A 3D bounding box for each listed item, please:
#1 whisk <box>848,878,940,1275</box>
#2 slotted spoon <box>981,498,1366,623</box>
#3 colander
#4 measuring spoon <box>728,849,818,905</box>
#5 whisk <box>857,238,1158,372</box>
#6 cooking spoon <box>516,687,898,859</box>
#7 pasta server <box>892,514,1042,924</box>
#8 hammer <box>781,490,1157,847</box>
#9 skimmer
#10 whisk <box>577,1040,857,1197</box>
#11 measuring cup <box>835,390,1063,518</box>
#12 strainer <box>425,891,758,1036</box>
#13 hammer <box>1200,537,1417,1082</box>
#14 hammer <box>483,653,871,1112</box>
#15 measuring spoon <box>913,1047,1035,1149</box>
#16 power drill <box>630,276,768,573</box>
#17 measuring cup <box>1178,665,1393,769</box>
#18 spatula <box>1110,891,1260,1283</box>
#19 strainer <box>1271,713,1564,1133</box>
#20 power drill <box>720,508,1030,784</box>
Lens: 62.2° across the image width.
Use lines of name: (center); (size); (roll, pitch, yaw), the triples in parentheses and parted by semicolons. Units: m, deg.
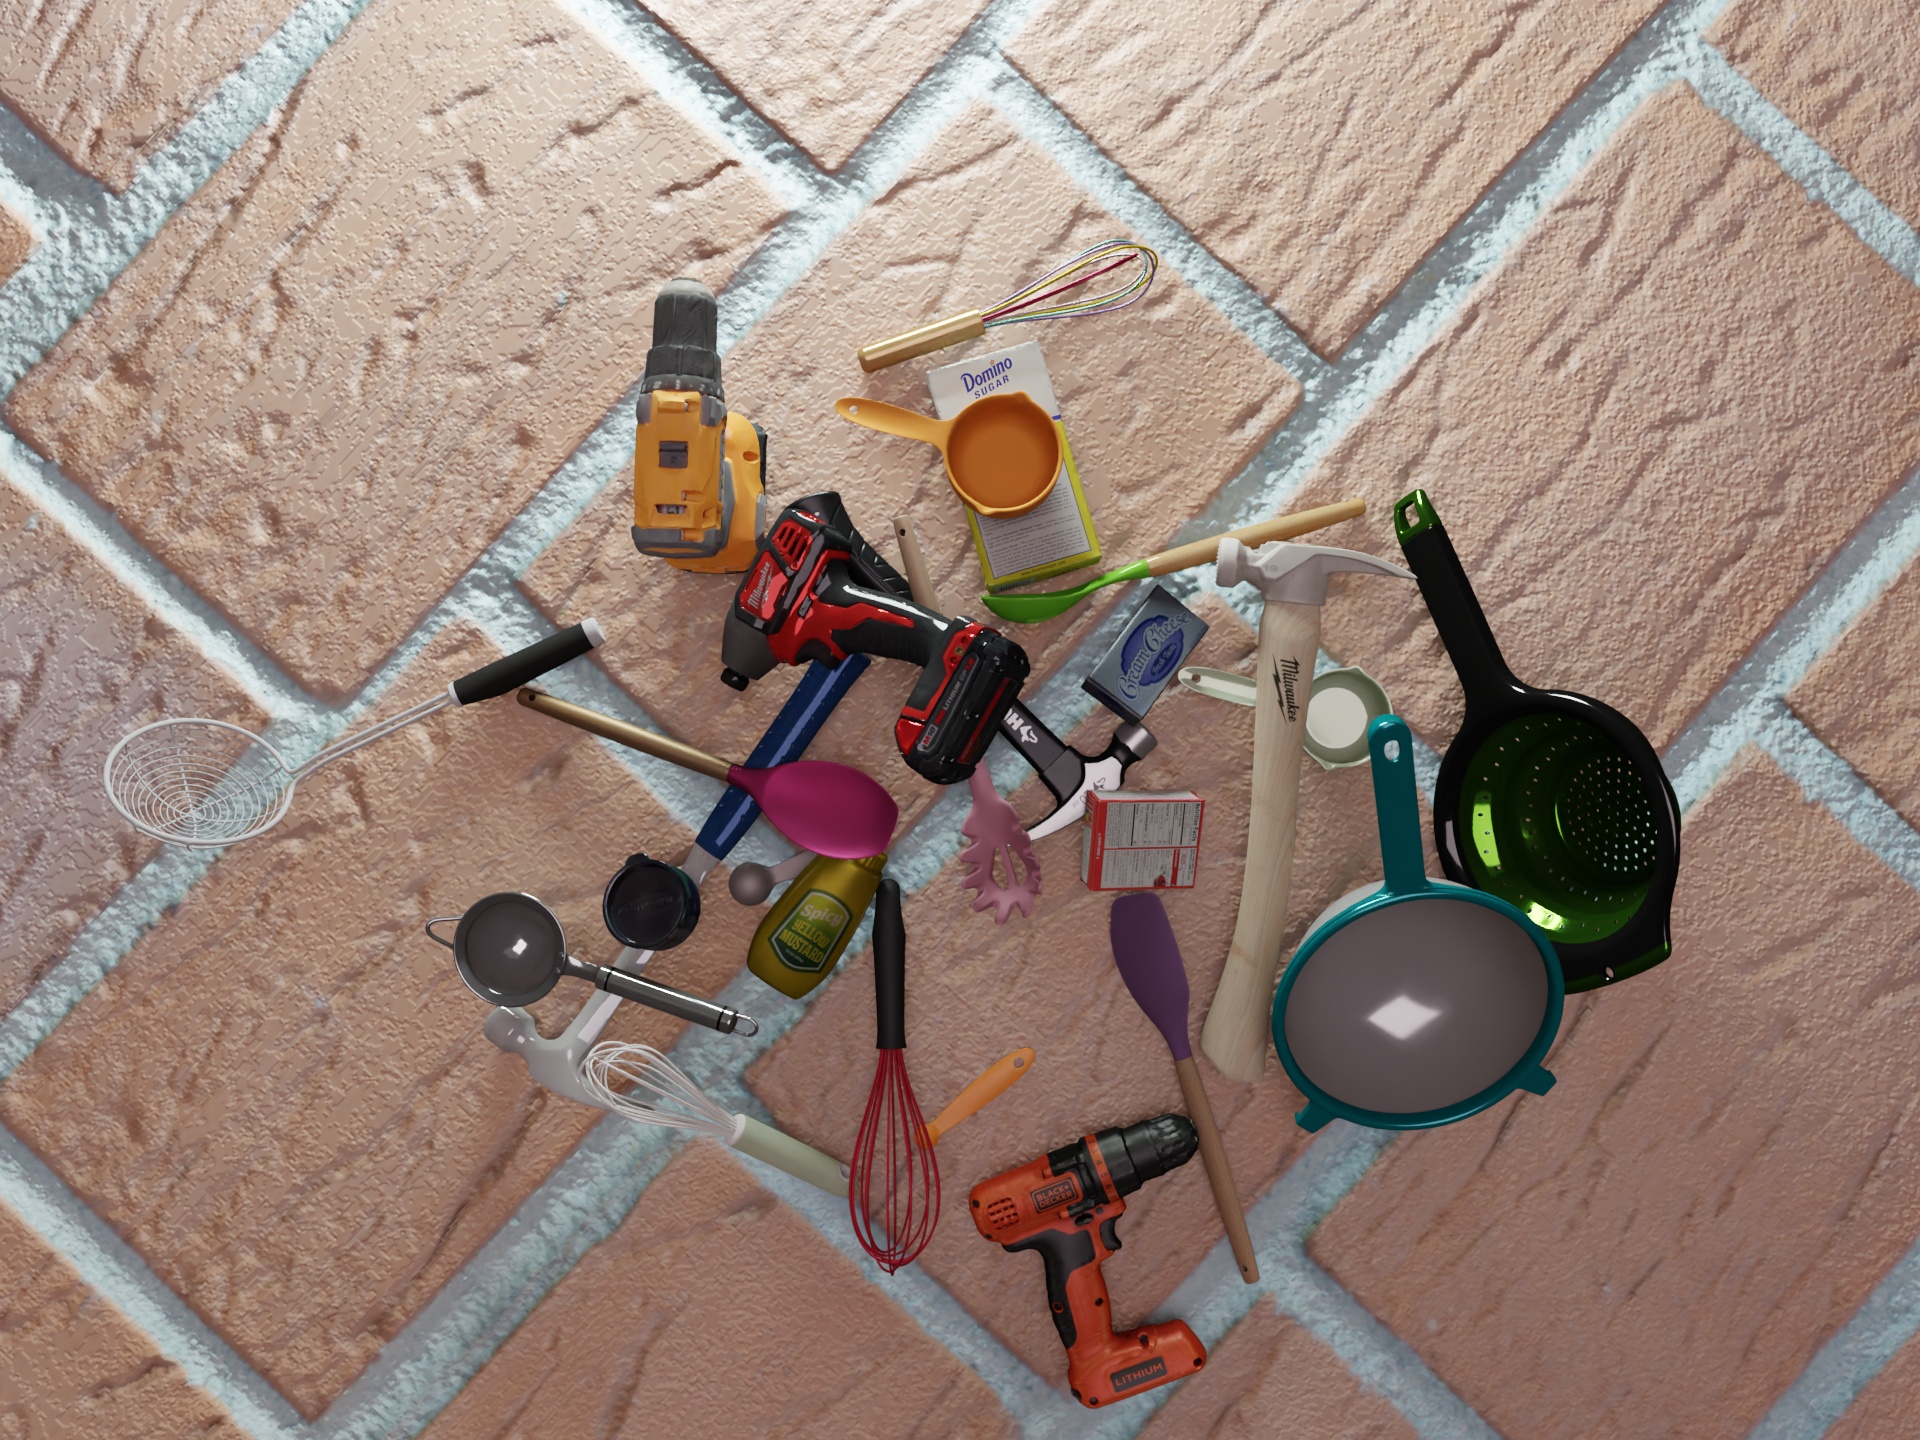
whisk: (-0.052, 0.269, 1.210); (0.073, 0.073, 0.296); (-1, 82, -1)
slotted spoon: (0.168, -0.124, 1.228); (0.313, 0.070, 0.031); (-17, 99, -8)
colander: (0.438, 0.001, 1.207); (0.094, 0.204, 0.397); (-7, 70, -34)
measuring spoon: (-0.122, 0.112, 1.234); (0.124, 0.018, 0.034); (-21, 89, 1)
whisk: (0.036, -0.322, 1.237); (0.245, 0.047, 0.051); (-18, 90, 2)
cooking spoon: (-0.196, 0.031, 1.203); (0.319, 0.017, 0.069); (19, 81, 13)
pasta server: (-0.002, -0.004, 1.195); (0.060, 0.040, 0.316); (-17, 87, 13)
hammer: (-0.014, -0.049, 1.232); (0.146, 0.035, 0.335); (-44, 89, -2)
skimmer: (-0.449, -0.009, 1.198); (0.363, 0.090, 0.127); (-25, 54, -4)
whisk: (-0.174, 0.300, 1.175); (0.246, 0.058, 0.059); (34, 114, -27)
measuring cup: (-0.008, -0.206, 1.185); (0.173, 0.052, 0.095); (17, 88, 4)
strainer: (-0.268, 0.189, 1.174); (0.258, 0.050, 0.087); (17, 94, 10)
hammer: (0.246, 0.073, 1.204); (0.146, 0.038, 0.410); (6, 96, 9)
hammer: (-0.194, 0.112, 1.215); (0.144, 0.035, 0.405); (33, 86, 17)
measuring spoon: (0.011, 0.293, 1.235); (0.117, 0.011, 0.021); (-38, 89, -1)
power drill: (-0.188, -0.199, 1.138); (0.084, 0.226, 0.185); (2, 89, -1)
measuring cup: (0.250, -0.014, 1.236); (0.167, 0.038, 0.083); (16, 91, 6)
spatula: (0.177, 0.285, 1.229); (0.060, 0.018, 0.316); (-17, 92, 38)
strainer: (0.318, 0.137, 1.164); (0.211, 0.095, 0.340); (-11, 113, 4)
power drill: (-0.073, -0.048, 1.167); (0.220, 0.078, 0.143); (31, 95, 17)
